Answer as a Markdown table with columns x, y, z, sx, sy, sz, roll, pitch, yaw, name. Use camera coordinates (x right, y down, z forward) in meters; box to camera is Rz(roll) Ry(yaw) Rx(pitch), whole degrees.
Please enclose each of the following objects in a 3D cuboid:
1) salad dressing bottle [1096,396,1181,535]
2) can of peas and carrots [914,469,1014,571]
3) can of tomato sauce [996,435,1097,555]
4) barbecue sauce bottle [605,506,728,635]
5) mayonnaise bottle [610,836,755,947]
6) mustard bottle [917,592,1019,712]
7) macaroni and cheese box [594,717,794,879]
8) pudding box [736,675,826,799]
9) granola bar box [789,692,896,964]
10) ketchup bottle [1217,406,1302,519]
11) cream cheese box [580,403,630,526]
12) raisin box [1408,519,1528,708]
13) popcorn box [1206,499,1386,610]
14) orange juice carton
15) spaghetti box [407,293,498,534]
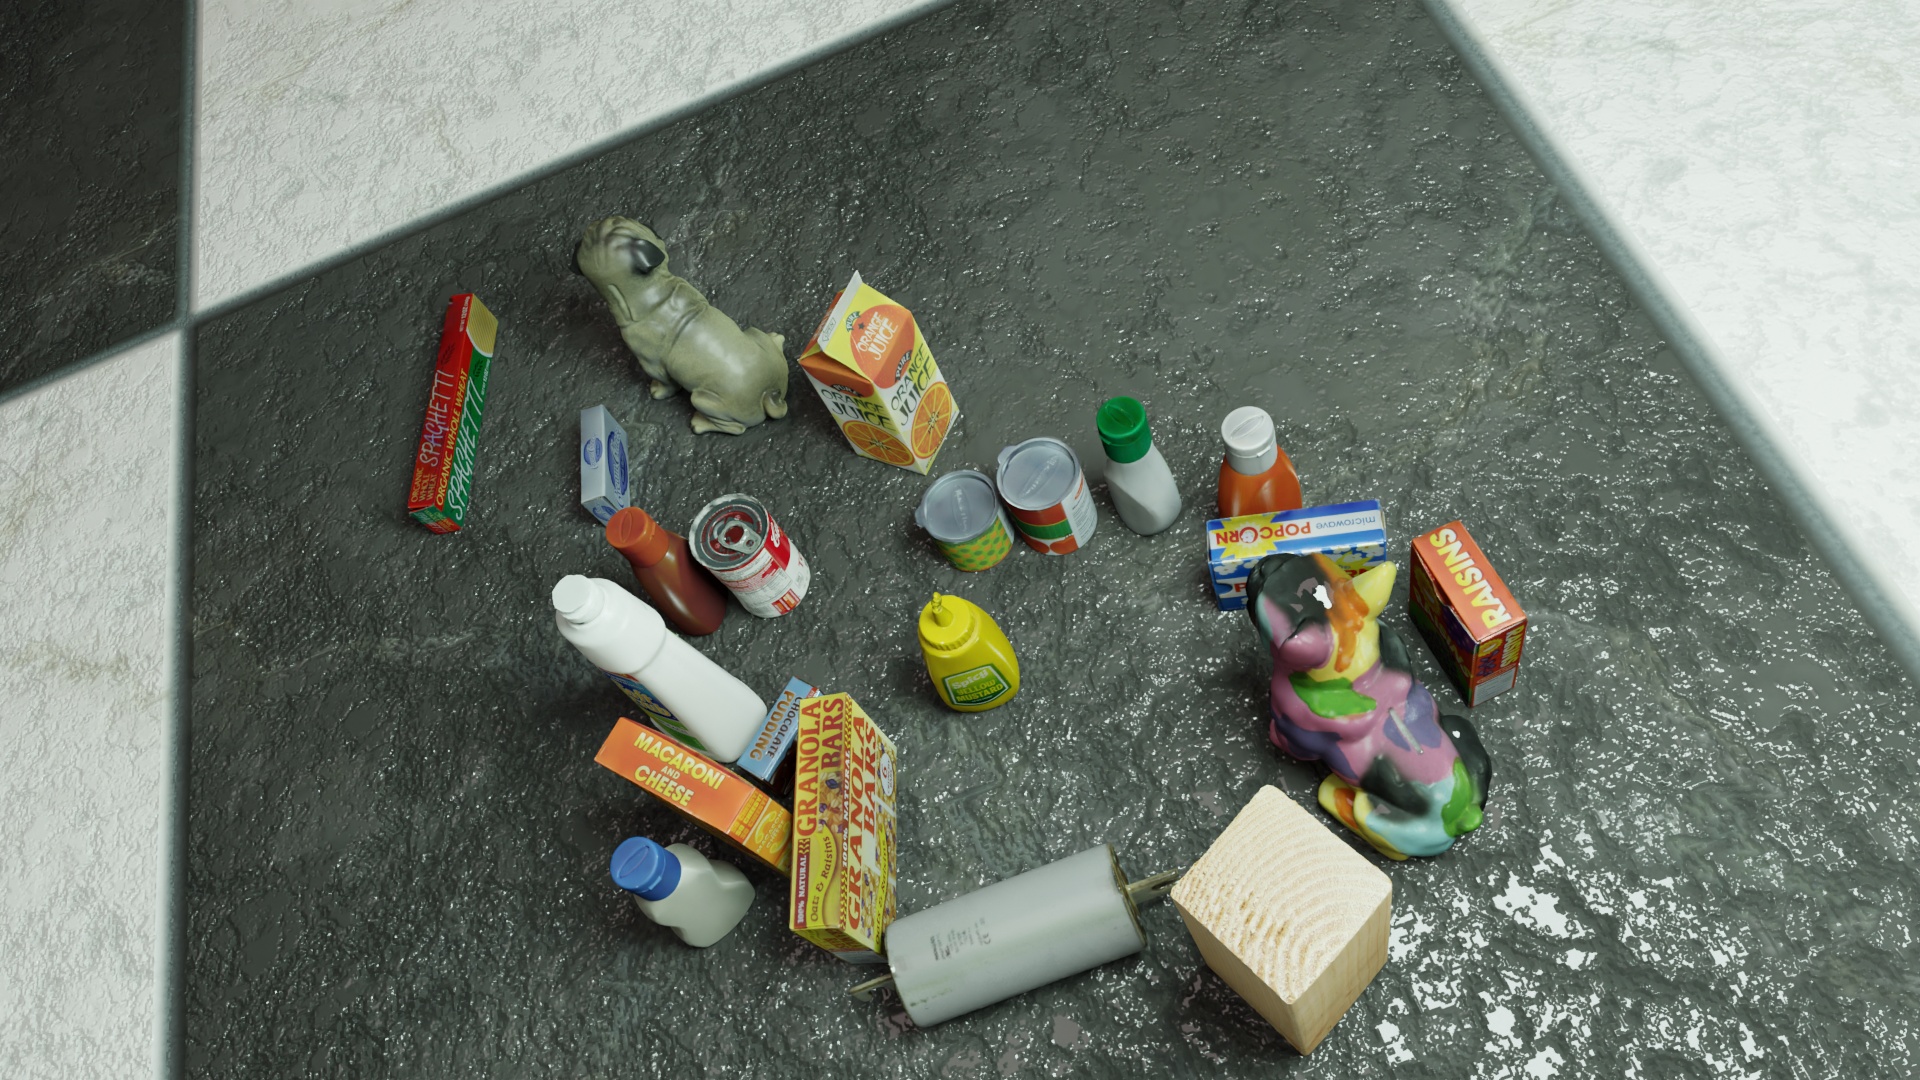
| x | y | z | sx | sy | sz | roll | pitch | yaw | name |
| --- | --- | --- | --- | --- | --- | --- | --- | --- | --- |
| 0.135 | -0.056 | 1.067 | 0.044 | 0.147 | 0.064 | -44 | 60 | -8 | salad dressing bottle |
| 0.004 | -0.014 | 1.135 | 0.071 | 0.058 | 0.071 | -7 | 61 | 13 | can of peas and carrots |
| 0.069 | -0.035 | 1.113 | 0.071 | 0.082 | 0.071 | -7 | 61 | 13 | can of tomato sauce |
| -0.239 | 0.022 | 1.135 | 0.043 | 0.148 | 0.065 | -7 | 61 | 13 | barbecue sauce bottle |
| -0.202 | 0.250 | 1.001 | 0.041 | 0.147 | 0.065 | 38 | 79 | 30 | mayonnaise bottle |
| 0.000 | 0.079 | 1.027 | 0.065 | 0.159 | 0.049 | -19 | 59 | 7 | mustard bottle |
| -0.174 | 0.193 | 1.013 | 0.124 | 0.166 | 0.040 | 22 | 71 | 26 | macaroni and cheese box |
| -0.134 | 0.155 | 1.090 | 0.030 | 0.049 | 0.084 | 23 | 71 | 26 | pudding box |
| -0.082 | 0.210 | 1.001 | 0.039 | 0.123 | 0.166 | -8 | 61 | 13 | granola bar box |
| 0.220 | -0.045 | 1.035 | 0.065 | 0.148 | 0.044 | -35 | 59 | -3 | ketchup bottle |
| -0.323 | -0.067 | 1.264 | 0.024 | 0.053 | 0.104 | -15 | 59 | 9 | cream cheese box |
| 0.347 | 0.052 | 0.959 | 0.040 | 0.123 | 0.086 | -25 | 59 | 3 | raisin box |
| 0.250 | 0.013 | 1.032 | 0.127 | 0.085 | 0.038 | -7 | 61 | 13 | popcorn box |
| -0.070 | -0.138 | 1.145 | 0.073 | 0.192 | 0.072 | 18 | 69 | 24 | orange juice carton |
| -0.490 | -0.126 | 1.347 | 0.028 | 0.050 | 0.251 | -8 | 61 | 12 | spaghetti box |
